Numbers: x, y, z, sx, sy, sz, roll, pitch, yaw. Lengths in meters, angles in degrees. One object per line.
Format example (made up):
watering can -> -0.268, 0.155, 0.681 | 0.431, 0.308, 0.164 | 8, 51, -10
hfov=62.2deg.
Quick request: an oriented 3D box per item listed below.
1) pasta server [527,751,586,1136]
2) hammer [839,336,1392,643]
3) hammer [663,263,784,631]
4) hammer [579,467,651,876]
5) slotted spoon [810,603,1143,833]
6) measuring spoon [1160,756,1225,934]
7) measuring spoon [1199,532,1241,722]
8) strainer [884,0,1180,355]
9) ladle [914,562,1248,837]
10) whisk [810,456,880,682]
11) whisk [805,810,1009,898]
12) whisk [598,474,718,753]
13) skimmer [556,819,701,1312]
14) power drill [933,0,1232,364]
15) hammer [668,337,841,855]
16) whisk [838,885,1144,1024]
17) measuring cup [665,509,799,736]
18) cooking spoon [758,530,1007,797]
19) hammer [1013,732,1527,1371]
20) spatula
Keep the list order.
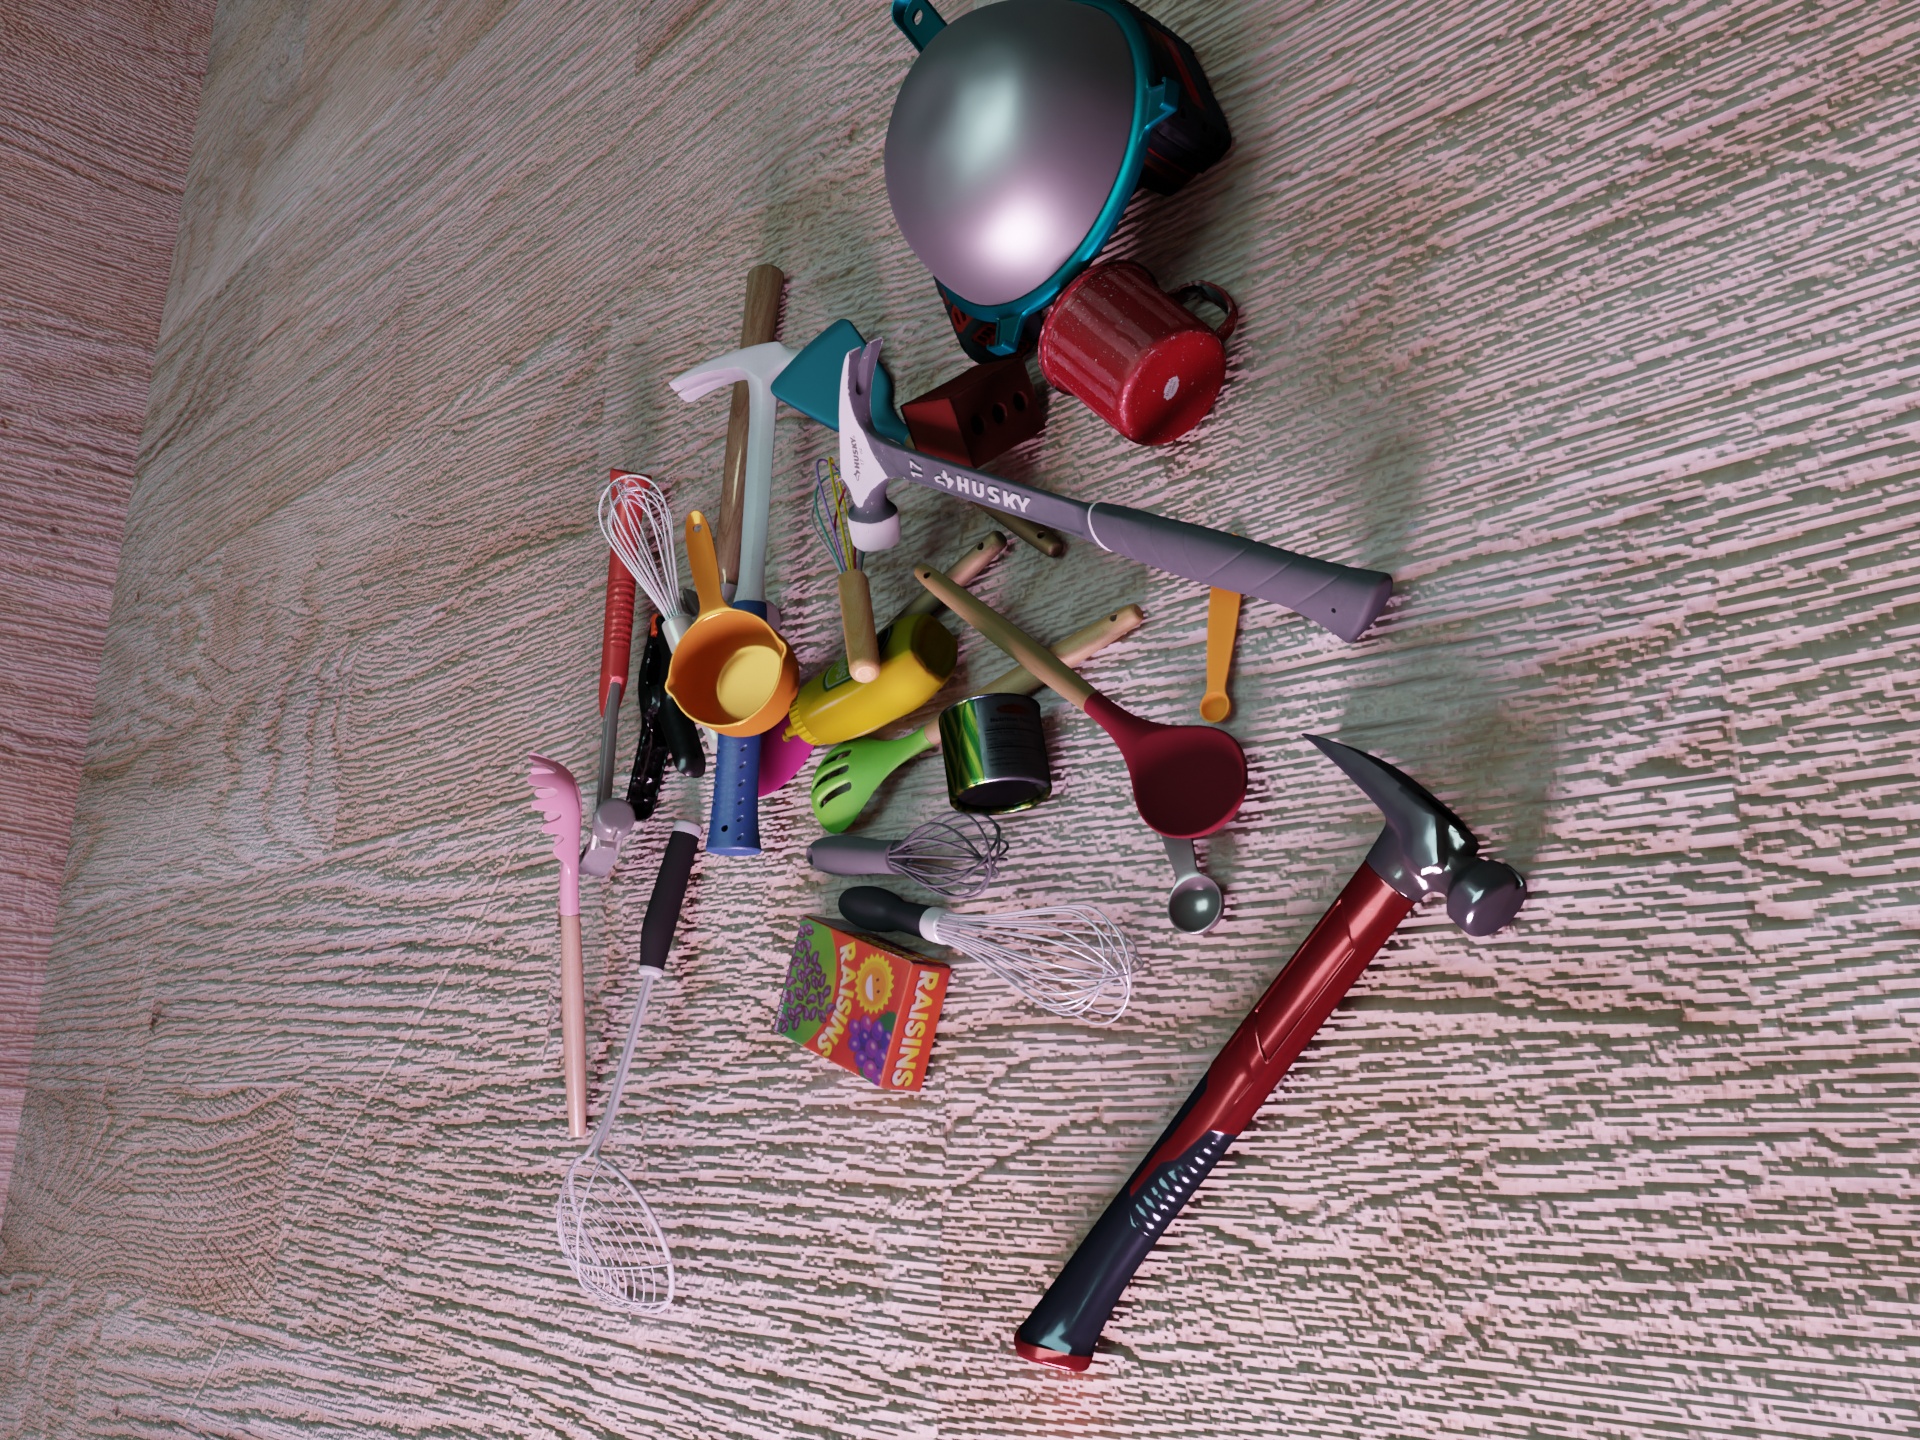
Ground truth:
pasta server -> -0.320, 0.182, 1.277 | 0.060, 0.040, 0.316 | -151, 60, -75
hammer -> 0.072, -0.127, 0.956 | 0.409, 0.036, 0.149 | 23, 134, 37
hammer -> -0.183, -0.219, 1.318 | 0.130, 0.031, 0.331 | -7, 73, 45
hammer -> -0.296, -0.050, 1.359 | 0.149, 0.036, 0.359 | 137, 137, -59
slotted spoon -> -0.002, -0.003, 1.065 | 0.313, 0.031, 0.070 | -30, 50, 35
measuring spoon -> 0.129, 0.068, 0.917 | 0.034, 0.018, 0.124 | -28, 52, 25
measuring spoon -> 0.155, -0.054, 0.928 | 0.021, 0.011, 0.117 | -4, 72, 40
strainer -> -0.007, -0.411, 1.036 | 0.211, 0.095, 0.341 | -53, 46, 29
ladle -> 0.063, -0.023, 0.976 | 0.069, 0.031, 0.316 | -49, 50, 0
whisk -> -0.076, -0.109, 1.127 | 0.245, 0.051, 0.047 | -101, 25, -47
whisk -> -0.043, 0.087, 1.051 | 0.239, 0.055, 0.055 | -7, 73, 57
whisk -> -0.230, -0.086, 1.268 | 0.059, 0.057, 0.246 | -25, 79, 10
skimmer -> -0.231, 0.261, 1.225 | 0.127, 0.090, 0.363 | -11, 60, 48
power drill -> 0.059, -0.375, 1.080 | 0.226, 0.080, 0.188 | -39, 52, 36
hammer -> -0.166, -0.099, 1.217 | 0.144, 0.035, 0.406 | -2, 75, 16
whisk -> 0.007, 0.132, 0.997 | 0.285, 0.070, 0.070 | 6, 82, 52
measuring cup -> -0.170, -0.070, 1.164 | 0.095, 0.052, 0.174 | -19, 70, 11
cooking spoon -> -0.075, -0.039, 1.158 | 0.319, 0.017, 0.069 | -40, 53, 33
hammer -> 0.133, 0.192, 0.854 | 0.386, 0.038, 0.143 | -58, 44, 17
spatula -> -0.027, -0.195, 1.136 | 0.082, 0.044, 0.318 | -44, 47, -3
